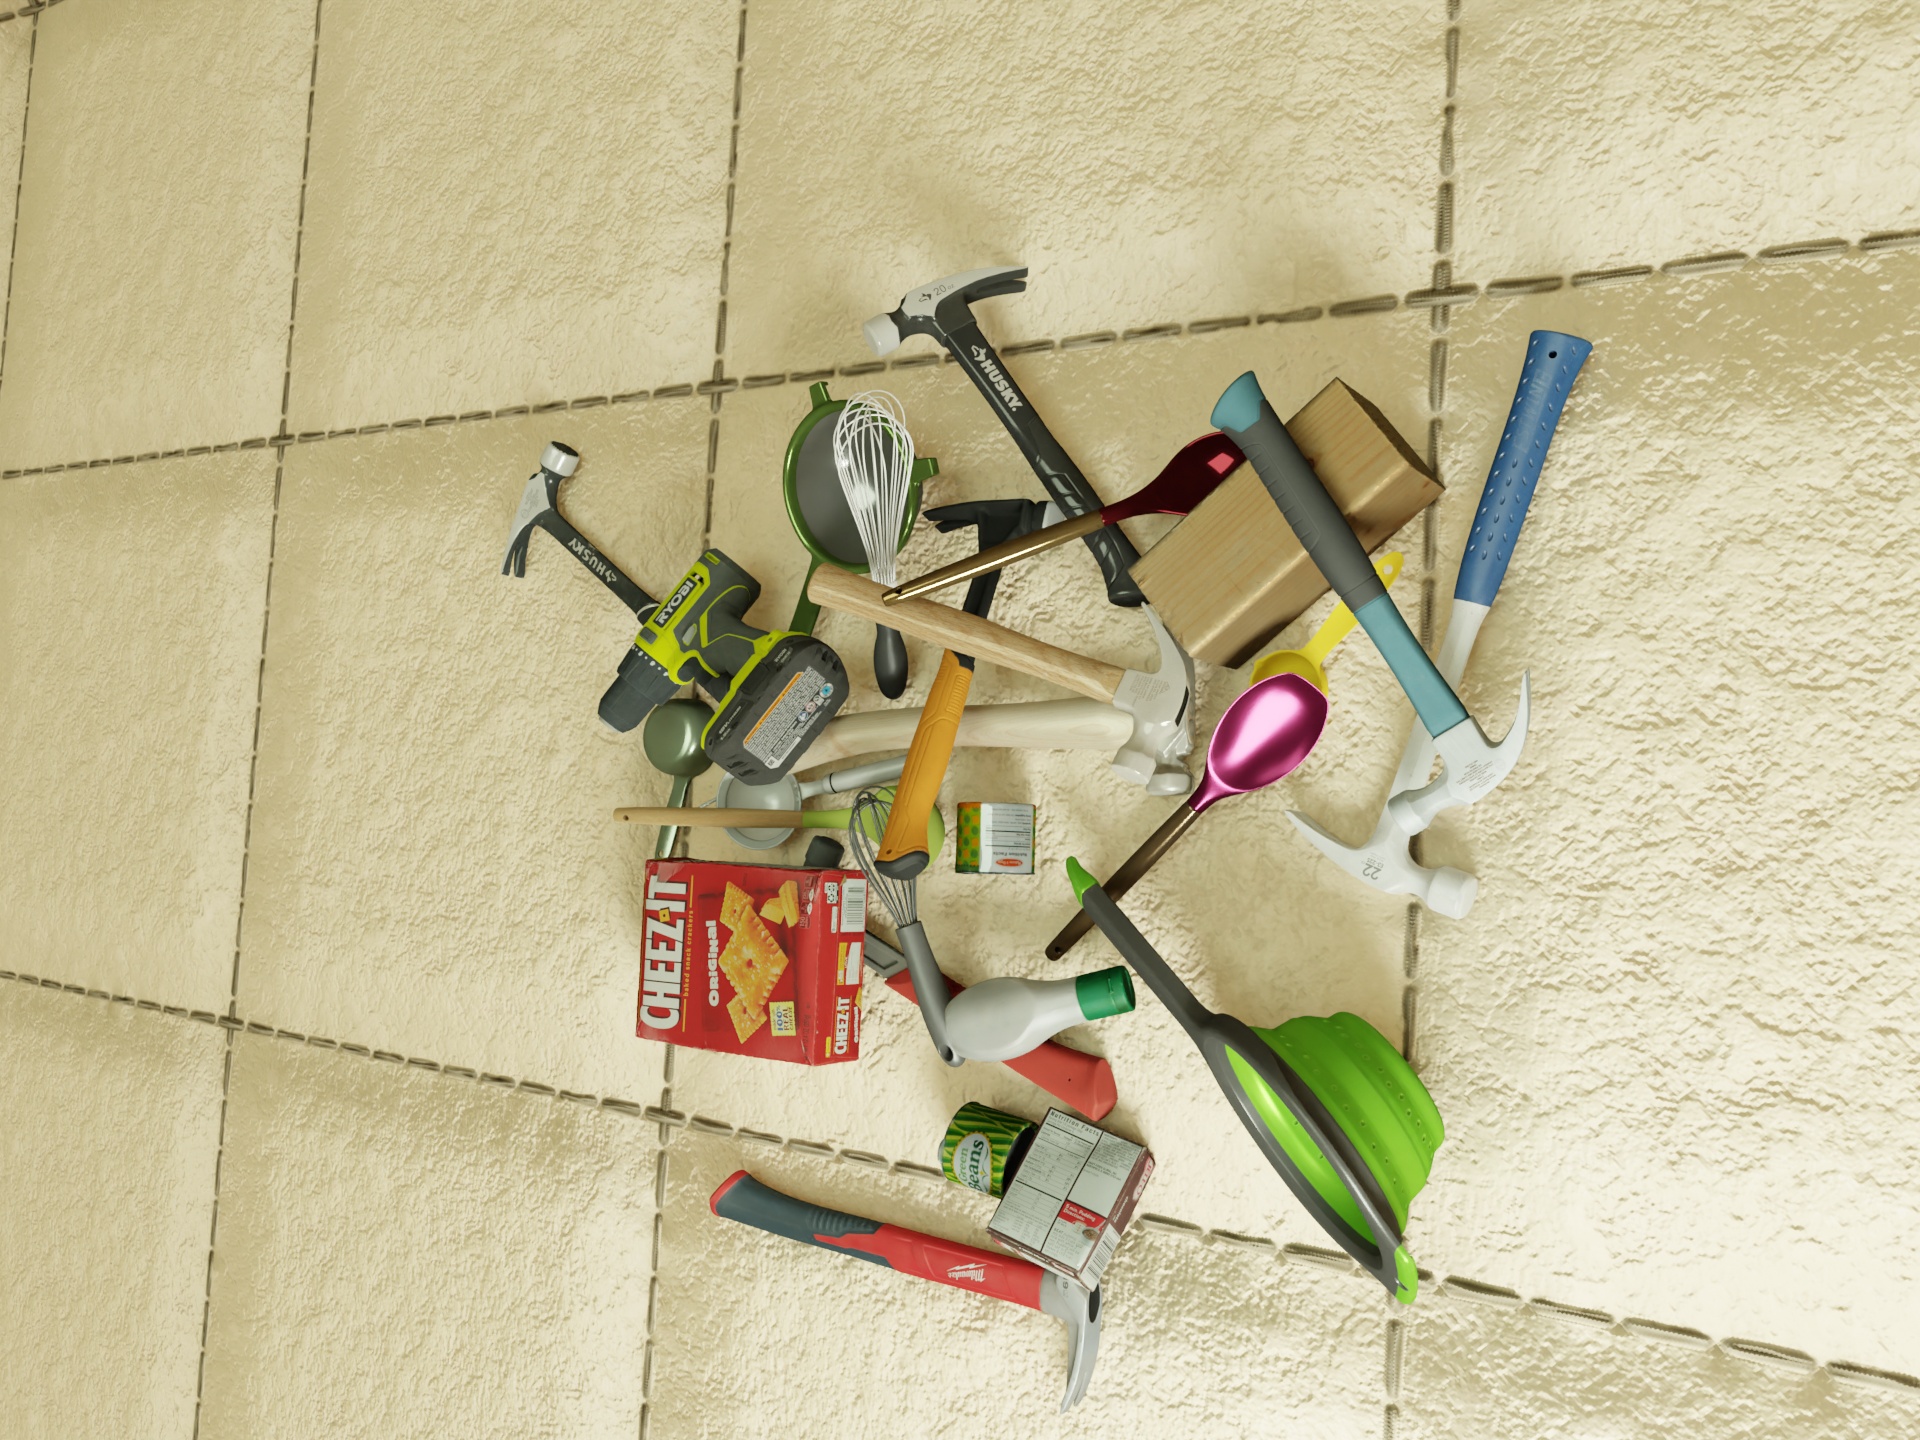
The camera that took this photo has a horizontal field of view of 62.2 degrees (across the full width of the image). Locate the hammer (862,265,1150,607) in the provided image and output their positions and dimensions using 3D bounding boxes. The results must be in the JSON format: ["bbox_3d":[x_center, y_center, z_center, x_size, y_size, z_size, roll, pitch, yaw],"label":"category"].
[{"bbox_3d":[0.066,-0.231,1.303,0.146,0.035,0.335,-30,75,-11],"label":"hammer"}]

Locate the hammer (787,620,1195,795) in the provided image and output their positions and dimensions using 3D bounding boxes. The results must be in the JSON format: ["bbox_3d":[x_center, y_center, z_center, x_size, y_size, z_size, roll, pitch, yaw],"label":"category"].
[{"bbox_3d":[-0.002,-0.004,1.328,0.411,0.038,0.146,-4,82,27],"label":"hammer"}]

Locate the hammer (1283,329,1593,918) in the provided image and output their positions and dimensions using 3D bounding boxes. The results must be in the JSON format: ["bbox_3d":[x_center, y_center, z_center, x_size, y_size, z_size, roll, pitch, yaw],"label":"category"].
[{"bbox_3d":[0.352,-0.074,1.125,0.144,0.035,0.405,21,97,33],"label":"hammer"}]

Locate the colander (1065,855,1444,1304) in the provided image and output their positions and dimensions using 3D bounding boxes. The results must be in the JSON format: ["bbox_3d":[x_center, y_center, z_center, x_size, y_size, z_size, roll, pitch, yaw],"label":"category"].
[{"bbox_3d":[0.218,0.218,1.137,0.094,0.204,0.398,-34,54,-9],"label":"colander"}]

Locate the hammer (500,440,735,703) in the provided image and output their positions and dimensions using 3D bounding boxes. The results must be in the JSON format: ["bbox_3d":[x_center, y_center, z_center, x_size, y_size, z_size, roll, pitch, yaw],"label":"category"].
[{"bbox_3d":[-0.322,-0.114,1.570,0.409,0.036,0.149,41,108,29],"label":"hammer"}]

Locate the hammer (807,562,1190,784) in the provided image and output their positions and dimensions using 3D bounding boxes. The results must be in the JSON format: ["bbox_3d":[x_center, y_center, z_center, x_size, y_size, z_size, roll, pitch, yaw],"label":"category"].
[{"bbox_3d":[0.025,-0.064,1.250,0.331,0.031,0.130,21,75,23],"label":"hammer"}]

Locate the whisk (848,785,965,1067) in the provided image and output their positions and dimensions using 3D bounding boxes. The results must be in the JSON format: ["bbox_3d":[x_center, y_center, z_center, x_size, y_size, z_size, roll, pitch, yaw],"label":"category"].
[{"bbox_3d":[-0.039,0.168,1.296,0.055,0.055,0.239,-21,86,30],"label":"whisk"}]

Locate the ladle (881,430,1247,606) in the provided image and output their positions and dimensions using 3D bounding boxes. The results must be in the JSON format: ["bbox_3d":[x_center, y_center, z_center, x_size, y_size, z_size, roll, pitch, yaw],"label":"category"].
[{"bbox_3d":[0.086,-0.149,1.246,0.315,0.031,0.069,-20,65,4],"label":"ladle"}]

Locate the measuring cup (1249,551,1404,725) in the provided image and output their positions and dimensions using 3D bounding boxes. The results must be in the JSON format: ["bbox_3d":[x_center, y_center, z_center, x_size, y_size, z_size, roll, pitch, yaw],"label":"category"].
[{"bbox_3d":[0.277,-0.061,1.180,0.062,0.029,0.156,47,108,27],"label":"measuring cup"}]

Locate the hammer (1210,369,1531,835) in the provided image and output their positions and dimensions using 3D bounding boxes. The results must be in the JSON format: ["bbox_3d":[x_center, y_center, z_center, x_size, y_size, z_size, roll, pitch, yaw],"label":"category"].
[{"bbox_3d":[0.272,-0.091,1.089,0.128,0.033,0.331,-34,84,24],"label":"hammer"}]

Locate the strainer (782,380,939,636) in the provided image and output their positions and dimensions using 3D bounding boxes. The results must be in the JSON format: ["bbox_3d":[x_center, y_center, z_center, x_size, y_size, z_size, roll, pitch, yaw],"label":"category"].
[{"bbox_3d":[-0.098,-0.164,1.422,0.152,0.069,0.256,38,123,24],"label":"strainer"}]

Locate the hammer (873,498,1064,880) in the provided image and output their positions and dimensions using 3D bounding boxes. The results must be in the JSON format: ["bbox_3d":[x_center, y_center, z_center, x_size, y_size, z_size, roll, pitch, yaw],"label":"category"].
[{"bbox_3d":[-0.014,-0.031,1.293,0.127,0.034,0.337,2,65,34],"label":"hammer"}]

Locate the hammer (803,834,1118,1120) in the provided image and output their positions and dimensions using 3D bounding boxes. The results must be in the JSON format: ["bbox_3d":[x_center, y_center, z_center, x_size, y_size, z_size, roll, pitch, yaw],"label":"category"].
[{"bbox_3d":[-0.024,0.239,1.340,0.359,0.036,0.149,28,101,32],"label":"hammer"}]

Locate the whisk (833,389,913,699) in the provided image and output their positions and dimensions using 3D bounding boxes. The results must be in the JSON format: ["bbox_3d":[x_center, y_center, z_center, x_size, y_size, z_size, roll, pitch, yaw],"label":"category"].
[{"bbox_3d":[-0.065,-0.140,1.328,0.070,0.070,0.284,21,130,33],"label":"whisk"}]

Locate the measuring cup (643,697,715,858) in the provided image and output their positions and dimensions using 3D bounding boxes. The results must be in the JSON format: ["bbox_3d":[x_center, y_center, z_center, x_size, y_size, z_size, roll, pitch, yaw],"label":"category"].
[{"bbox_3d":[-0.280,0.059,1.522,0.083,0.038,0.167,14,91,33],"label":"measuring cup"}]

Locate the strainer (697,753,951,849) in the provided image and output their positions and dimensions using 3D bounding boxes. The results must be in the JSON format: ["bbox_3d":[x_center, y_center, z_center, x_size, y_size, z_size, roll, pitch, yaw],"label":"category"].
[{"bbox_3d":[-0.120,0.059,1.419,0.258,0.050,0.087,-14,83,26],"label":"strainer"}]

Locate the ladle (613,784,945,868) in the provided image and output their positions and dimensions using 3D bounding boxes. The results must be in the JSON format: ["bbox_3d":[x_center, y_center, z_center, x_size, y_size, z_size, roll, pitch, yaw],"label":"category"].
[{"bbox_3d":[-0.165,0.091,1.390,0.320,0.062,0.078,0,109,17],"label":"ladle"}]

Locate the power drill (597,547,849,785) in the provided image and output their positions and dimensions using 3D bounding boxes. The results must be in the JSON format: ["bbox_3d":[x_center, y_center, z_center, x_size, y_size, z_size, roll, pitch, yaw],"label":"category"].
[{"bbox_3d":[-0.218,-0.036,1.408,0.190,0.080,0.229,-52,45,-4],"label":"power drill"}]

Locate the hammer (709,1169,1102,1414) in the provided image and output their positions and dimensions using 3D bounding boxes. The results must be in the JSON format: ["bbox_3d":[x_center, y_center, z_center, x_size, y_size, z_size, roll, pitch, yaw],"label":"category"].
[{"bbox_3d":[-0.058,0.459,1.341,0.386,0.038,0.143,3,88,33],"label":"hammer"}]

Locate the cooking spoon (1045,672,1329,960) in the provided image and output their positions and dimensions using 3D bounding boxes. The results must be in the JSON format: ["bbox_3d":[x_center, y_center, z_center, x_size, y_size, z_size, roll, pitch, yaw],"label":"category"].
[{"bbox_3d":[0.164,0.082,1.223,0.068,0.017,0.318,37,117,-5],"label":"cooking spoon"}]
